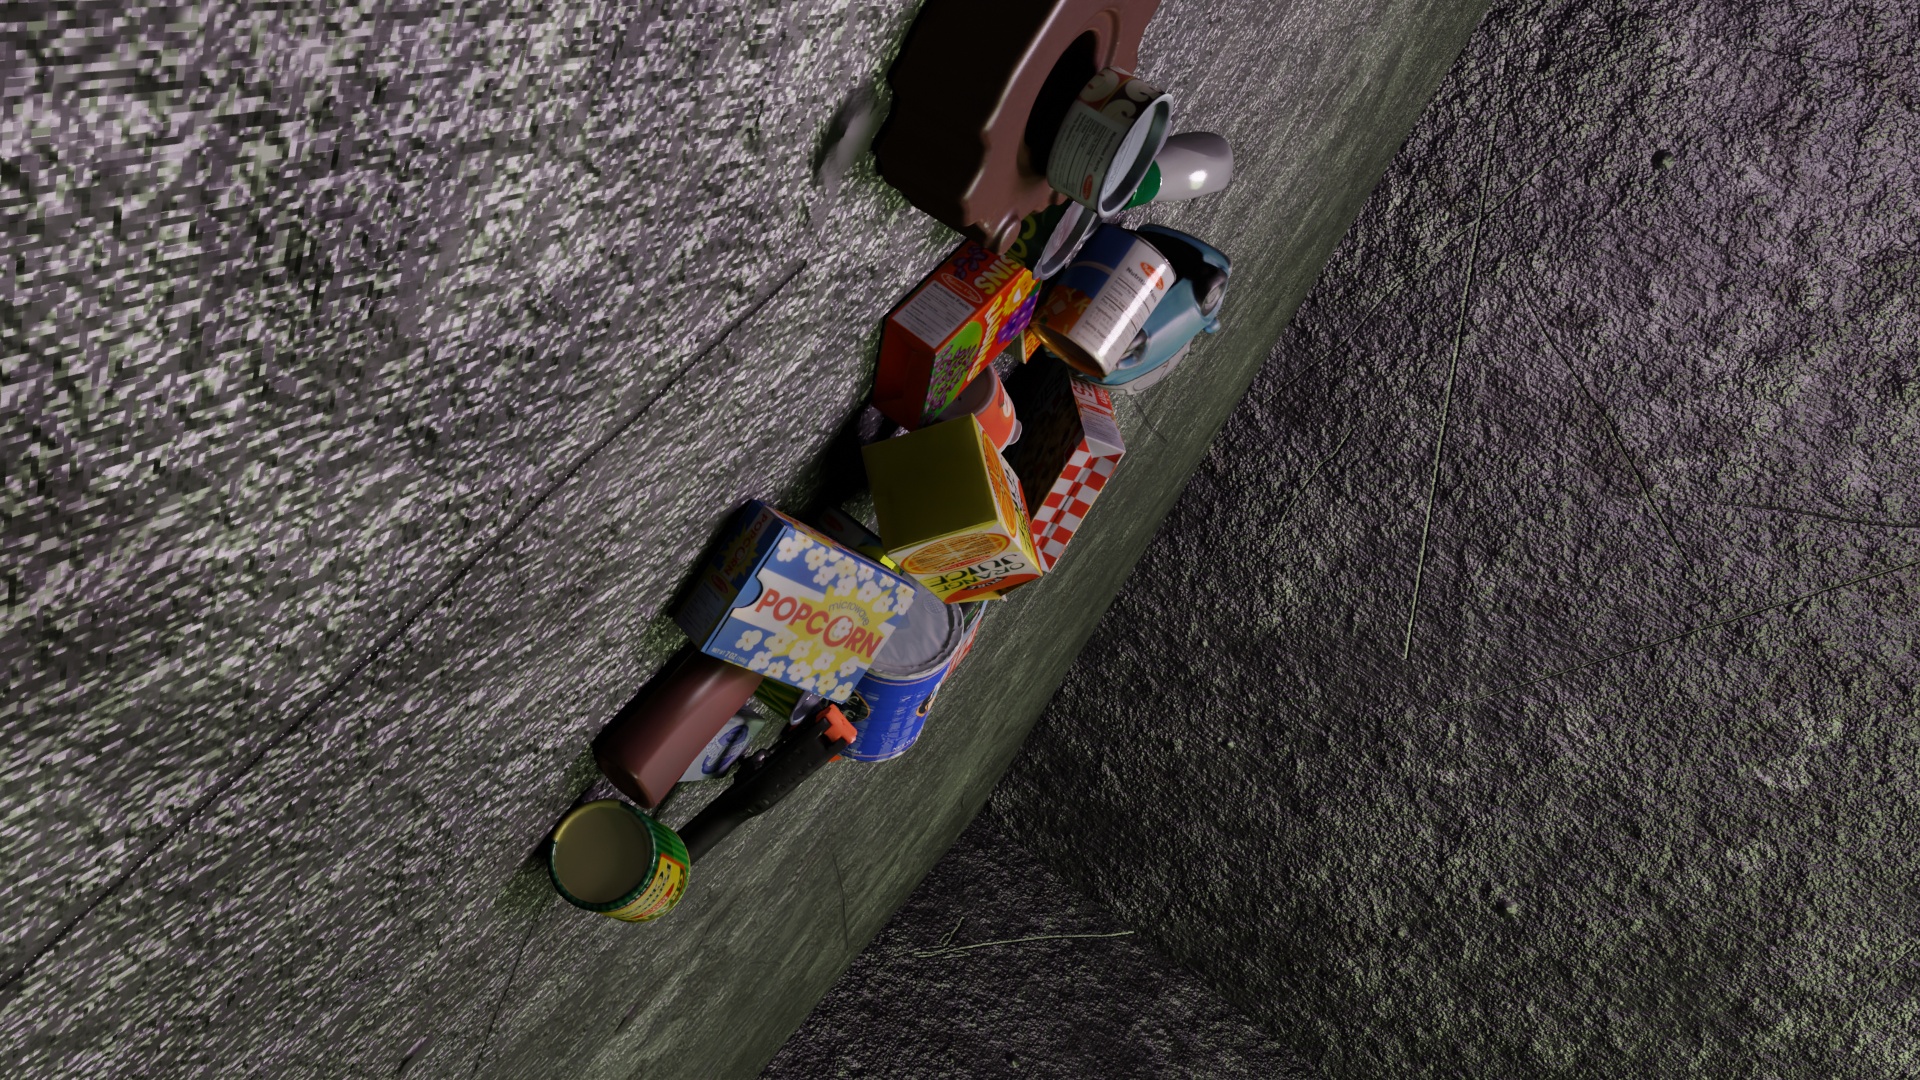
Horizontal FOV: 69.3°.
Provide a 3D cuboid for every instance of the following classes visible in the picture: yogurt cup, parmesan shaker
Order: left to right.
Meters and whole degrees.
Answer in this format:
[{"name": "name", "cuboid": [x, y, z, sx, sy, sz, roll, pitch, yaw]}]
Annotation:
[{"name": "parmesan shaker", "cuboid": [-0.213, 0.202, 0.862, 0.071, 0.071, 0.102, -52, 168, -15]}, {"name": "yogurt cup", "cuboid": [0.000, -0.089, 0.905, 0.072, 0.072, 0.053, -52, 161, -14]}]

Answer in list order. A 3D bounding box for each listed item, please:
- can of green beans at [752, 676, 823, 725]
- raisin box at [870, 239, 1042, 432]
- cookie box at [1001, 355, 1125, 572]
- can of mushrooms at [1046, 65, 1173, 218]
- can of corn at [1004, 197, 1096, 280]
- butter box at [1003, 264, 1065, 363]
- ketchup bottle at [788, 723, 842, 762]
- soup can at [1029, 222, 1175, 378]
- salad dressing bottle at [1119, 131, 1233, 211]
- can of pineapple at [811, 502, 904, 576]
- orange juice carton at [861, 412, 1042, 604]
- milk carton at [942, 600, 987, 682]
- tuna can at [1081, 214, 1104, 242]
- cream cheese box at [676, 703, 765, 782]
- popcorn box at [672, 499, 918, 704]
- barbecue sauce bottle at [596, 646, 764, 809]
[{"name": "can of green beans", "cuboid": [-0.115, 0.080, 0.928, 0.071, 0.058, 0.071, -52, 169, -15]}, {"name": "raisin box", "cuboid": [0.001, -0.133, 0.839, 0.124, 0.040, 0.085, -47, 166, -29]}, {"name": "cookie box", "cuboid": [0.077, -0.073, 1.127, 0.122, 0.040, 0.168, -60, -161, 29]}, {"name": "can of mushrooms", "cuboid": [0.074, -0.195, 0.679, 0.071, 0.033, 0.070, -52, 165, -19]}, {"name": "can of corn", "cuboid": [0.038, -0.188, 0.778, 0.071, 0.058, 0.071, -52, 169, -15]}, {"name": "butter box", "cuboid": [0.050, -0.167, 0.980, 0.053, 0.024, 0.103, -53, 168, -9]}, {"name": "ketchup bottle", "cuboid": [-0.114, 0.170, 1.241, 0.065, 0.043, 0.148, -52, 169, -8]}, {"name": "soup can", "cuboid": [0.095, -0.163, 0.946, 0.084, 0.071, 0.071, -55, 169, -6]}, {"name": "salad dressing bottle", "cuboid": [0.147, -0.268, 1.009, 0.148, 0.064, 0.043, -29, 134, -49]}, {"name": "can of pineapple", "cuboid": [-0.073, 0.018, 0.894, 0.058, 0.071, 0.071, -54, 169, -1]}, {"name": "orange juice carton", "cuboid": [0.003, -0.011, 0.899, 0.073, 0.072, 0.192, -16, 163, 9]}, {"name": "milk carton", "cuboid": [-0.032, 0.080, 1.241, 0.073, 0.073, 0.189, -49, 168, -29]}, {"name": "tuna can", "cuboid": [0.082, -0.231, 0.902, 0.071, 0.033, 0.071, -52, 169, -15]}, {"name": "cream cheese box", "cuboid": [-0.170, 0.137, 0.953, 0.053, 0.024, 0.103, -53, 169, -2]}, {"name": "popcorn box", "cuboid": [-0.093, 0.038, 0.809, 0.085, 0.038, 0.126, -55, 140, 4]}, {"name": "barbecue sauce bottle", "cuboid": [-0.153, 0.090, 0.839, 0.149, 0.044, 0.064, -50, 166, -27]}]
